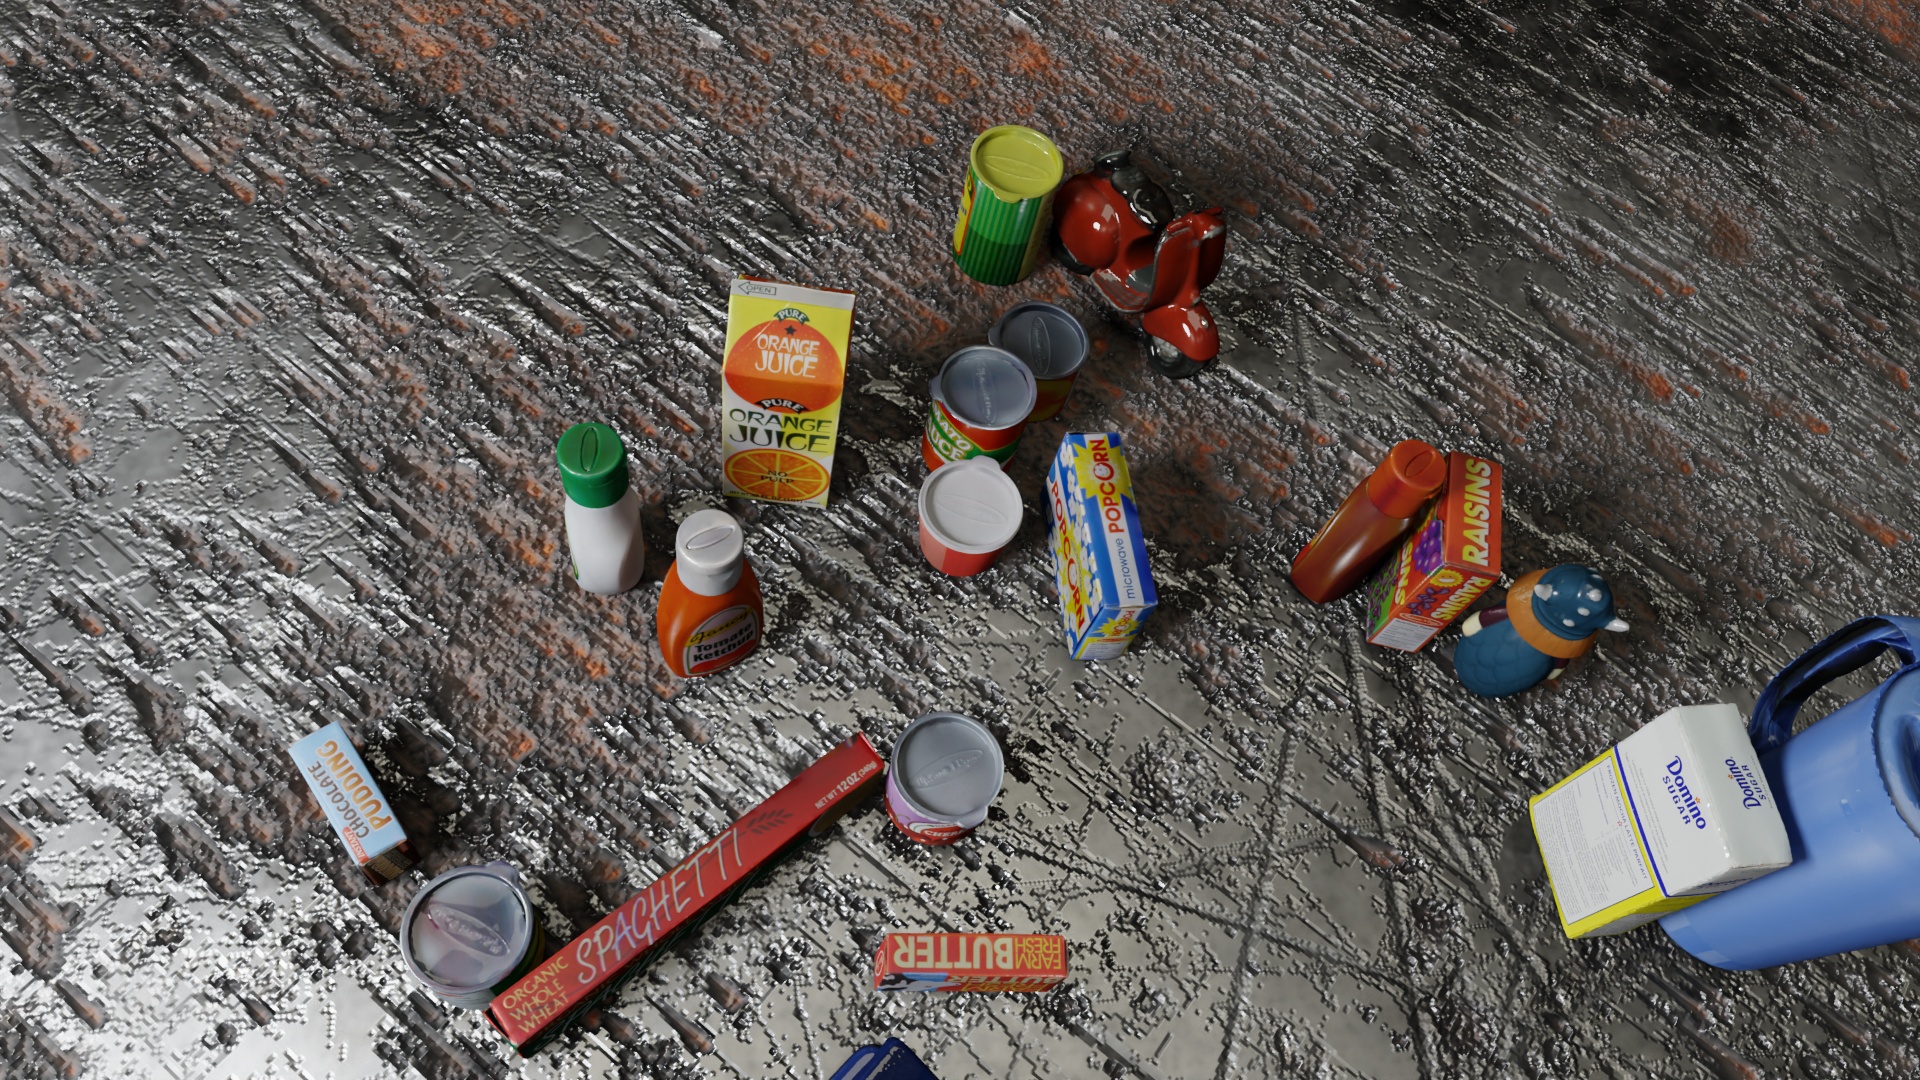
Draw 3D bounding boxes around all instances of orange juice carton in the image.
[{"bbox_3d":[-0.107,-0.099,0.861,0.072,0.191,0.073,7,62,-6],"label":"orange juice carton"}]

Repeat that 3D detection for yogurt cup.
[{"bbox_3d":[0.003,-0.011,0.913,0.072,0.053,0.073,4,62,-8],"label":"yogurt cup"}]

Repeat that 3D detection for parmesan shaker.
[{"bbox_3d":[0.031,-0.239,1.010,0.071,0.102,0.071,4,62,-8],"label":"parmesan shaker"}]

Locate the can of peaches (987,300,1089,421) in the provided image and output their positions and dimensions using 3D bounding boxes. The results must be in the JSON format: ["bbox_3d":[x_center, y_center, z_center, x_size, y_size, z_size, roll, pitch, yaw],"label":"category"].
[{"bbox_3d":[0.050,-0.126,0.979,0.071,0.057,0.071,4,62,-8],"label":"can of peaches"}]

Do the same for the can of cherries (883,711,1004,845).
[{"bbox_3d":[-0.011,0.145,0.826,0.071,0.058,0.072,4,62,-8],"label":"can of cherries"}]

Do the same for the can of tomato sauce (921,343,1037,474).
[{"bbox_3d":[0.009,-0.081,0.934,0.071,0.082,0.071,4,62,-8],"label":"can of tomato sauce"}]

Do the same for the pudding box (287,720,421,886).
[{"bbox_3d":[-0.337,0.147,0.773,0.030,0.049,0.084,-32,72,-23],"label":"pudding box"}]

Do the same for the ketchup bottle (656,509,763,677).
[{"bbox_3d":[-0.146,0.031,0.811,0.065,0.148,0.043,-24,69,-20],"label":"ketchup bottle"}]

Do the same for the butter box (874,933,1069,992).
[{"bbox_3d":[0.005,0.238,0.783,0.103,0.053,0.024,3,62,-8],"label":"butter box"}]

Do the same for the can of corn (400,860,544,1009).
[{"bbox_3d":[-0.259,0.212,0.747,0.071,0.058,0.071,4,62,-8],"label":"can of corn"}]

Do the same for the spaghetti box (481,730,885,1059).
[{"bbox_3d":[-0.148,0.196,0.780,0.251,0.050,0.029,-35,73,-24],"label":"spaghetti box"}]

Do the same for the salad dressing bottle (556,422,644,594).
[{"bbox_3d":[-0.214,-0.018,0.826,0.044,0.147,0.064,3,62,-8],"label":"salad dressing bottle"}]

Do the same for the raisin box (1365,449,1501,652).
[{"bbox_3d":[0.310,0.009,0.916,0.040,0.122,0.086,15,61,-2],"label":"raisin box"}]

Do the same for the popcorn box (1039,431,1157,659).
[{"bbox_3d":[0.087,0.004,0.902,0.038,0.084,0.127,-3,63,-11],"label":"popcorn box"}]

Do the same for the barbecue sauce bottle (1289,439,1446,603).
[{"bbox_3d":[0.268,-0.013,0.906,0.065,0.147,0.044,-36,74,-24],"label":"barbecue sauce bottle"}]
